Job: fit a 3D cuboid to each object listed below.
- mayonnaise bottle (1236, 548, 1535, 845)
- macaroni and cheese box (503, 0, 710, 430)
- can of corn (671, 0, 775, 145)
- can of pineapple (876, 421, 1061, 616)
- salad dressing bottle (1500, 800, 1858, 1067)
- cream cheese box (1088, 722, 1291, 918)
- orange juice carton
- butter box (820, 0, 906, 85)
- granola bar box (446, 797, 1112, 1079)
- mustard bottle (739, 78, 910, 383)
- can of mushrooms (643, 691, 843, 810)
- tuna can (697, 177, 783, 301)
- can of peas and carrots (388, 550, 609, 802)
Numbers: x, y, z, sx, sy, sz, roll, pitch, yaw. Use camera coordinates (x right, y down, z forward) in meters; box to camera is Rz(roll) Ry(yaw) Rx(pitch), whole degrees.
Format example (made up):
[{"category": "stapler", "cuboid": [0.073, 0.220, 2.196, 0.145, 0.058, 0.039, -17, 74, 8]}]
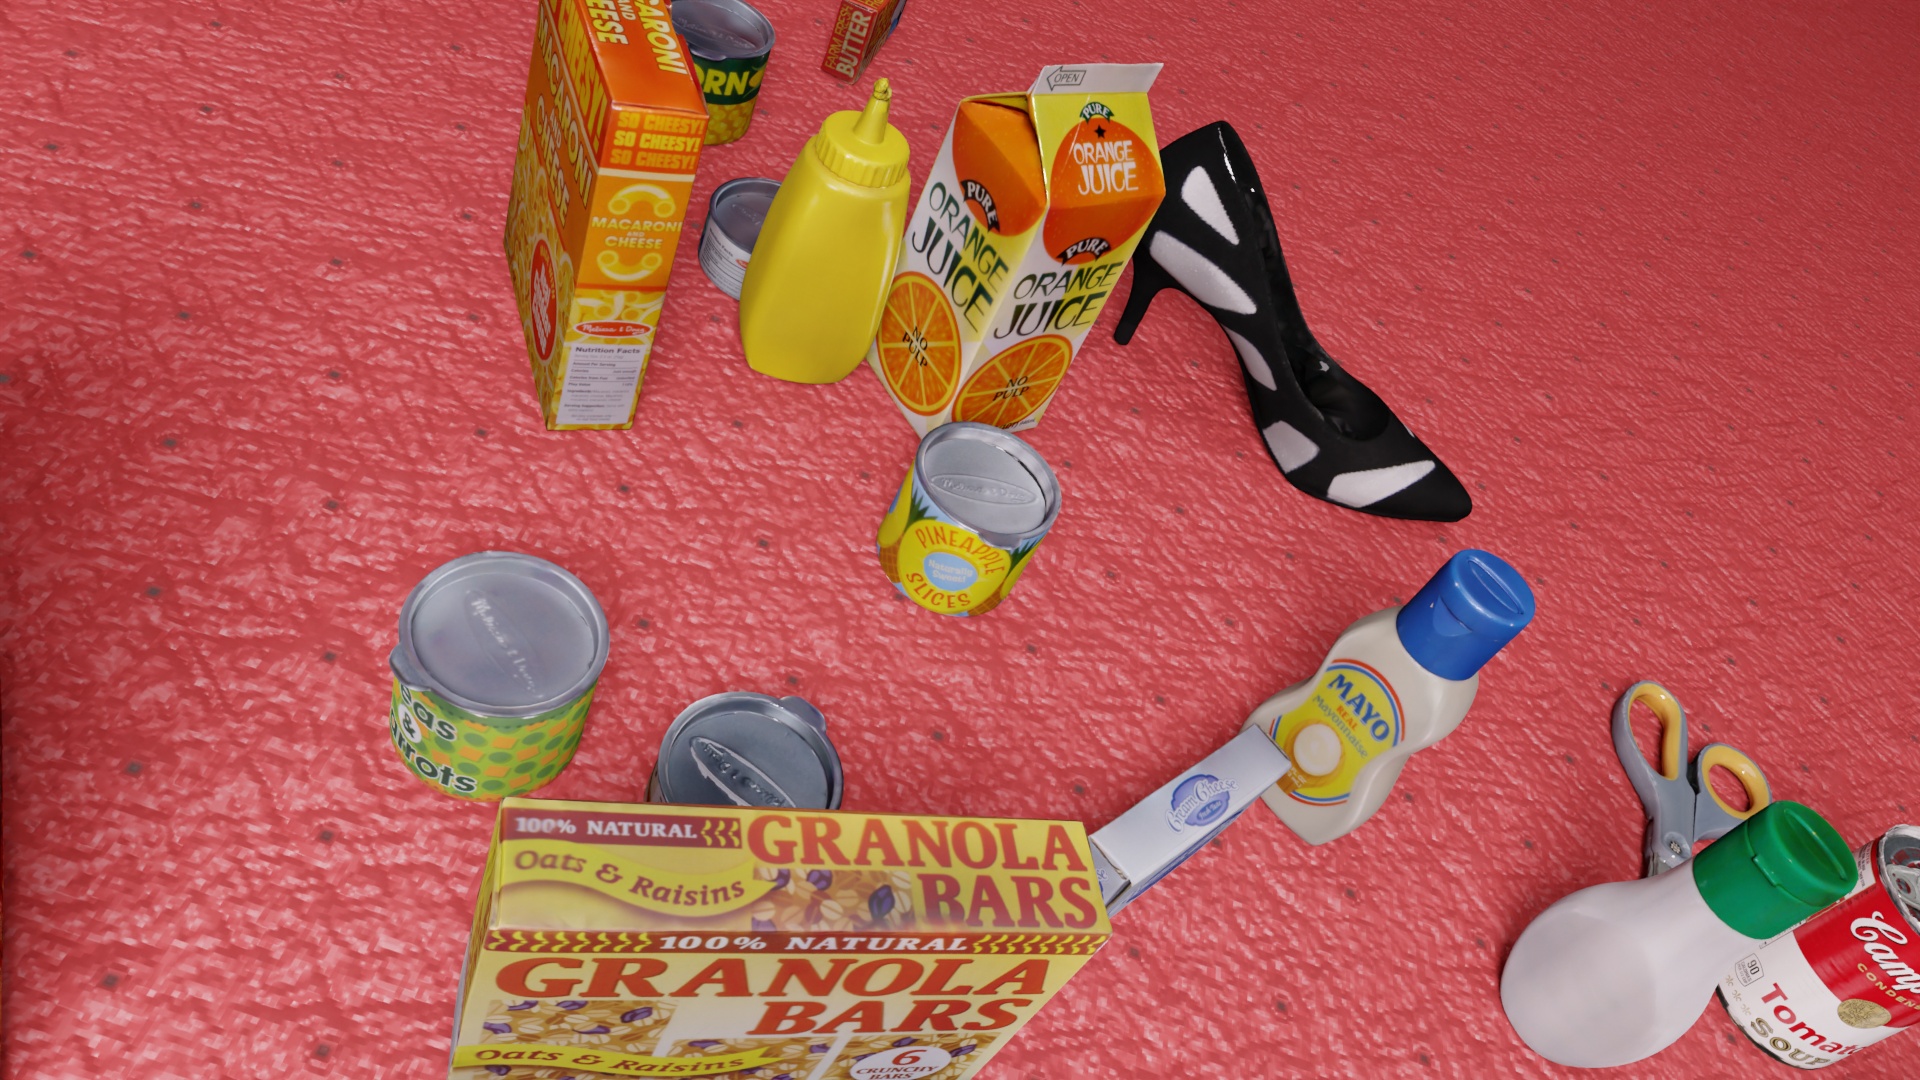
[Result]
[{"category": "mayonnaise bottle", "cuboid": [0.169, 0.062, 0.559, 0.041, 0.147, 0.065, -19, 61, -38]}, {"category": "macaroni and cheese box", "cuboid": [-0.152, -0.146, 0.575, 0.040, 0.165, 0.124, -3, 52, -29]}, {"category": "can of corn", "cuboid": [-0.141, -0.257, 0.758, 0.071, 0.058, 0.071, 14, 46, -15]}, {"category": "can of pineapple", "cuboid": [0.002, -0.008, 0.603, 0.071, 0.057, 0.071, 14, 46, -15]}, {"category": "salad dressing bottle", "cuboid": [0.268, 0.151, 0.528, 0.044, 0.146, 0.064, -8, 55, -32]}, {"category": "cream cheese box", "cuboid": [0.079, 0.112, 0.536, 0.104, 0.053, 0.024, -24, 64, -39]}, {"category": "orange juice carton", "cuboid": [0.027, -0.136, 0.635, 0.072, 0.191, 0.073, -15, 59, -36]}, {"category": "butter box", "cuboid": [-0.055, -0.333, 0.873, 0.024, 0.052, 0.104, 25, 44, -4]}, {"category": "granola bar box", "cuboid": [-0.058, 0.123, 0.407, 0.166, 0.123, 0.039, 7, 48, -21]}, {"category": "mustard bottle", "cuboid": [-0.055, -0.140, 0.622, 0.065, 0.159, 0.049, 7, 48, -21]}, {"category": "can of mushrooms", "cuboid": [-0.076, 0.089, 0.494, 0.071, 0.033, 0.071, 14, 46, -15]}, {"category": "tuna can", "cuboid": [-0.096, -0.151, 0.702, 0.071, 0.032, 0.071, 14, 46, -15]}, {"category": "can of peas and carrots", "cuboid": [-0.160, 0.048, 0.472, 0.071, 0.058, 0.071, 14, 46, -15]}]
